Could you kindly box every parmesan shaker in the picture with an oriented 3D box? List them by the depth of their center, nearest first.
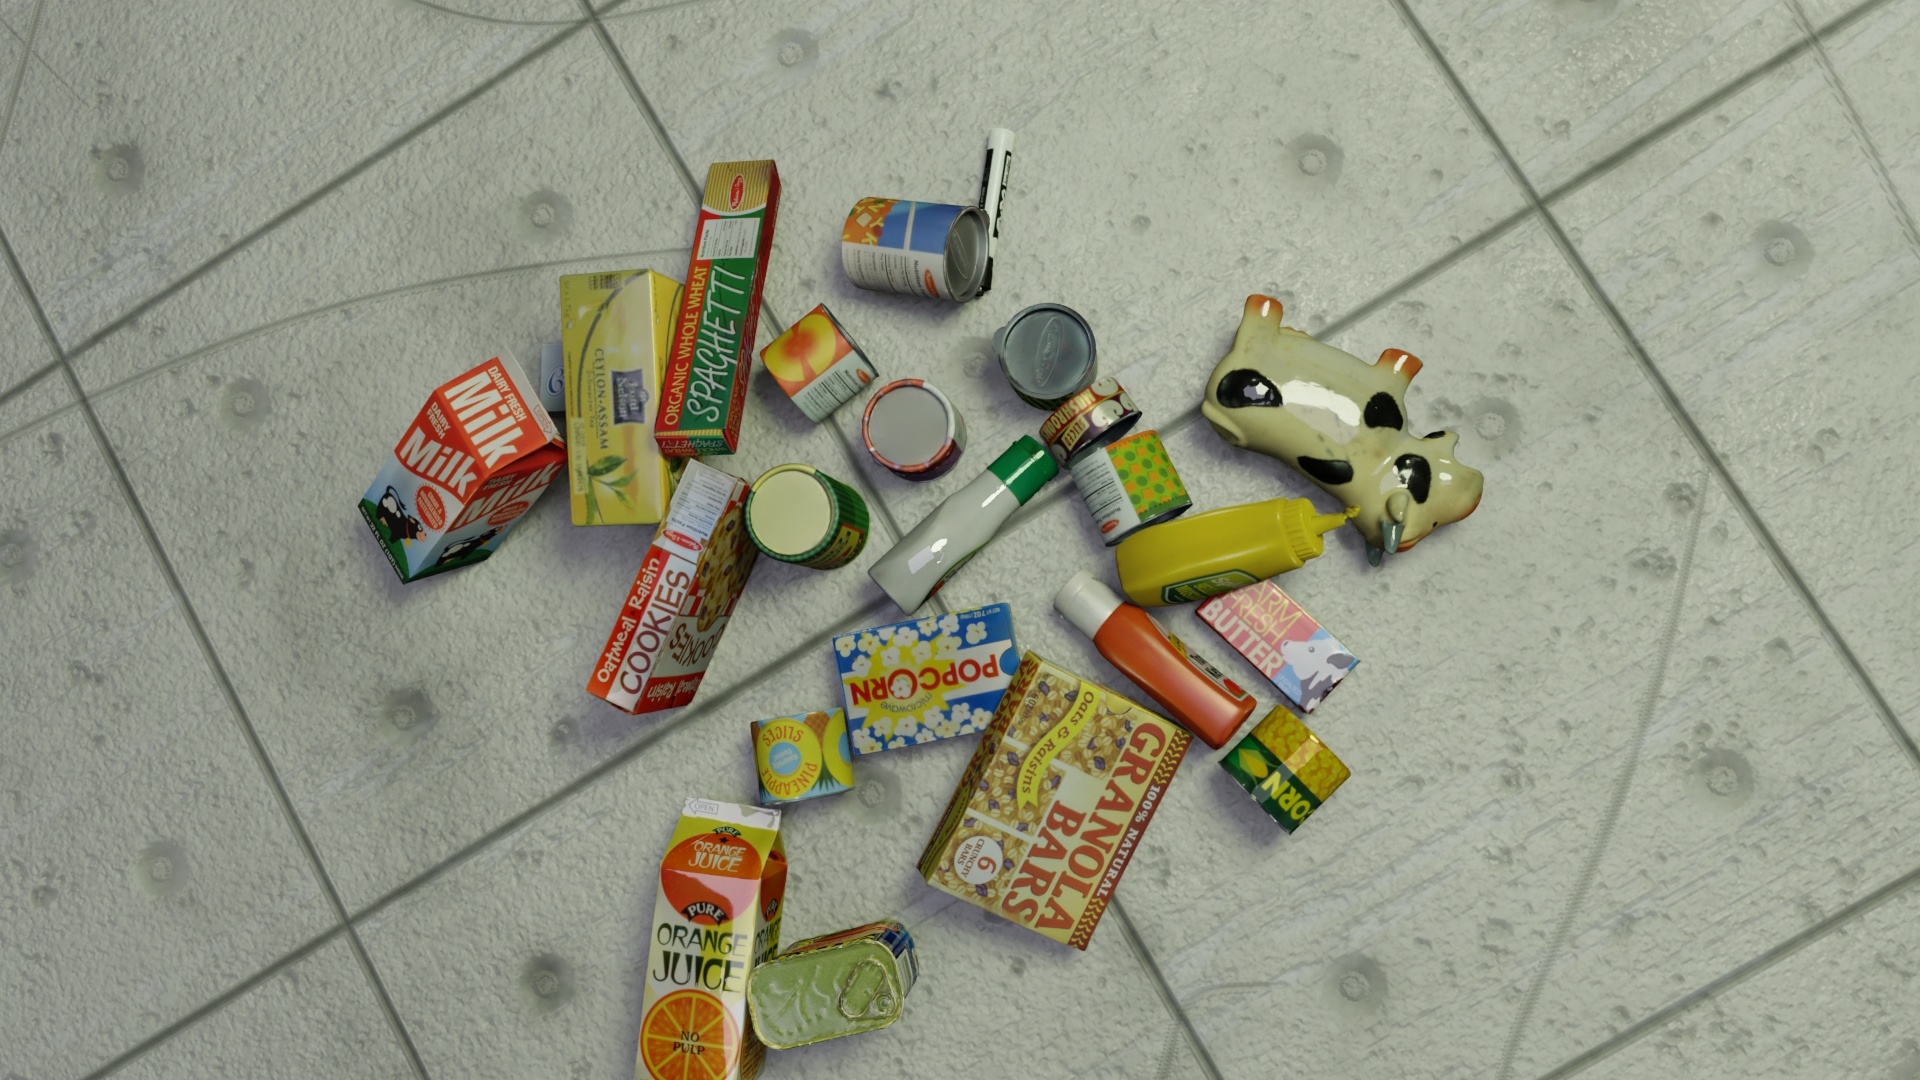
[{"bbox_3d":[-0.107,-0.013,0.955,0.071,0.103,0.071,-1,86,7],"label":"parmesan shaker"}]

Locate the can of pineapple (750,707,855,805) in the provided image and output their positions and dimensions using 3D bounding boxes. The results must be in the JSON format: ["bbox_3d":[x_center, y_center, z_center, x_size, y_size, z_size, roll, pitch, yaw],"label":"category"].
[{"bbox_3d":[-0.110,0.149,0.959,0.071,0.071,0.058,-10,84,7],"label":"can of pineapple"}]

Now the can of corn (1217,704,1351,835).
[{"bbox_3d":[0.215,0.152,0.917,0.058,0.071,0.071,-45,82,2],"label":"can of corn"}]

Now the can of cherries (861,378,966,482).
[{"bbox_3d":[-0.034,-0.075,0.973,0.071,0.058,0.071,-1,86,7],"label":"can of cherries"}]

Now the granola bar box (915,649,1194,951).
[{"bbox_3d":[0.064,0.174,0.928,0.124,0.039,0.165,27,89,-16],"label":"granola bar box"}]

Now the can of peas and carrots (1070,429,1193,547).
[{"bbox_3d":[0.118,-0.036,0.948,0.071,0.071,0.059,-26,82,5],"label":"can of peas and carrots"}]

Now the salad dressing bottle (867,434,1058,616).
[{"bbox_3d":[0.003,-0.012,0.964,0.148,0.064,0.044,-43,93,-5],"label":"salad dressing bottle"}]

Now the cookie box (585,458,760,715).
[{"bbox_3d":[-0.184,0.034,0.950,0.040,0.123,0.167,24,89,7],"label":"cookie box"}]

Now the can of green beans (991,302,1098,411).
[{"bbox_3d":[0.062,-0.126,0.965,0.071,0.058,0.071,0,86,7],"label":"can of green beans"}]

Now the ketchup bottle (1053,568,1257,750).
[{"bbox_3d":[0.129,0.079,0.940,0.149,0.065,0.043,40,97,17],"label":"ketchup bottle"}]

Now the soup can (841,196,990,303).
[{"bbox_3d":[-0.030,-0.206,0.970,0.084,0.071,0.071,12,87,25],"label":"soup can"}]

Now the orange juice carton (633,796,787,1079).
[{"bbox_3d":[-0.168,0.276,0.955,0.072,0.073,0.192,6,86,8],"label":"orange juice carton"}]

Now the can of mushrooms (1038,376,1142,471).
[{"bbox_3d":[0.088,-0.080,0.952,0.071,0.071,0.033,-36,81,4],"label":"can of mushrooms"}]

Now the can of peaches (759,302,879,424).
[{"bbox_3d":[-0.101,-0.126,0.983,0.058,0.071,0.071,-38,82,4],"label":"can of peaches"}]

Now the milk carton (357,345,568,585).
[{"bbox_3d":[-0.335,-0.052,0.956,0.189,0.074,0.072,-40,79,38],"label":"milk carton"}]

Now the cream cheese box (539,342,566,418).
[{"bbox_3d":[-0.256,-0.119,1.022,0.104,0.024,0.053,-1,84,7],"label":"cream cheese box"}]

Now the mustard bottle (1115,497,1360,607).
[{"bbox_3d":[0.183,0.004,0.907,0.160,0.065,0.049,-18,67,29],"label":"mustard bottle"}]

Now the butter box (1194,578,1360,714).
[{"bbox_3d":[0.215,0.065,0.947,0.103,0.024,0.053,43,91,8],"label":"butter box"}]

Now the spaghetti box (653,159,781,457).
[{"bbox_3d":[-0.164,-0.164,0.956,0.050,0.028,0.251,-1,58,8],"label":"spaghetti box"}]

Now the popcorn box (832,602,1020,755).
[{"bbox_3d":[-0.019,0.096,0.968,0.127,0.038,0.085,-12,83,6],"label":"popcorn box"}]
